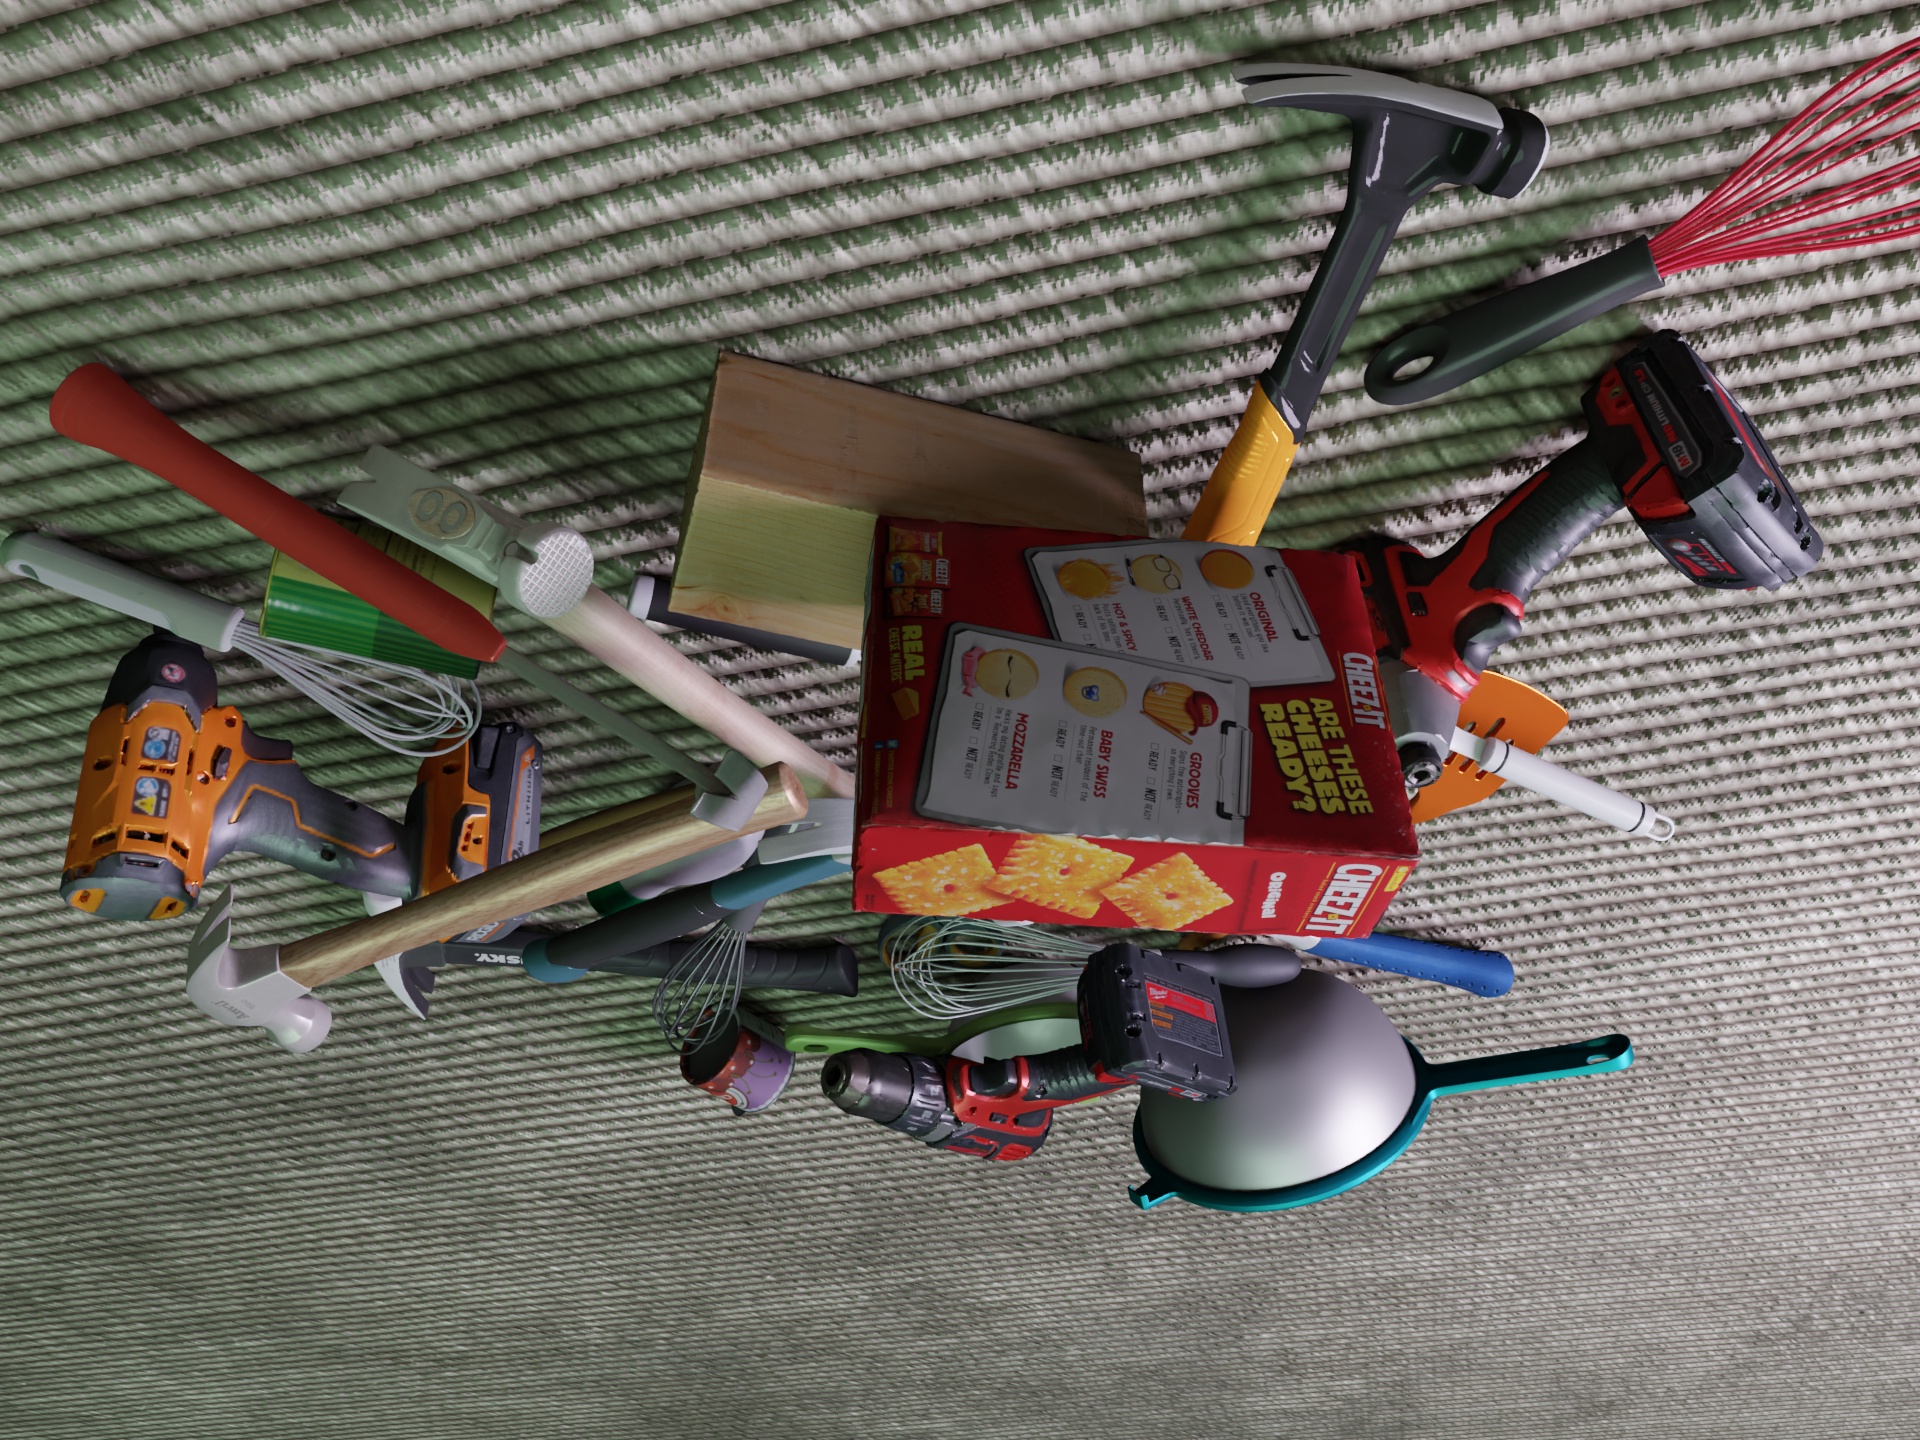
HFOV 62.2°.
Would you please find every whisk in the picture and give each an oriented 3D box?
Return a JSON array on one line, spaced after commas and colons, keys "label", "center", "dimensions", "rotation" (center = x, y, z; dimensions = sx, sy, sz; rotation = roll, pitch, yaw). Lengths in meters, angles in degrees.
[{"label": "whisk", "center": [0.094, 0.165, 1.065], "dimensions": [0.284, 0.070, 0.070], "rotation": [2, 141, -11]}, {"label": "whisk", "center": [0.304, -0.198, 0.651], "dimensions": [0.296, 0.073, 0.073], "rotation": [-22, 137, 31]}, {"label": "whisk", "center": [-0.368, -0.043, 0.820], "dimensions": [0.246, 0.059, 0.057], "rotation": [22, 152, -11]}, {"label": "whisk", "center": [-0.142, 0.129, 1.023], "dimensions": [0.055, 0.055, 0.239], "rotation": [18, 123, -21]}]

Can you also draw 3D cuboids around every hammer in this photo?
[{"label": "hammer", "center": [-0.138, -0.013, 0.824], "dimensions": [0.146, 0.038, 0.410], "rotation": [26, 171, 33]}, {"label": "hammer", "center": [0.217, 0.138, 1.014], "dimensions": [0.405, 0.035, 0.144], "rotation": [14, 164, -33]}, {"label": "hammer", "center": [-0.236, 0.167, 1.106], "dimensions": [0.334, 0.035, 0.146], "rotation": [6, 140, -8]}, {"label": "hammer", "center": [0.128, -0.122, 0.716], "dimensions": [0.127, 0.034, 0.336], "rotation": [7, 132, -14]}, {"label": "hammer", "center": [-0.245, -0.055, 0.705], "dimensions": [0.359, 0.037, 0.149], "rotation": [31, 173, 1]}, {"label": "hammer", "center": [-0.237, 0.088, 0.810], "dimensions": [0.331, 0.031, 0.129], "rotation": [-20, 147, 5]}, {"label": "hammer", "center": [-0.146, 0.107, 0.949], "dimensions": [0.331, 0.033, 0.128], "rotation": [-23, 153, 35]}]

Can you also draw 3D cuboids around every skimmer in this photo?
[{"label": "skimmer", "center": [-0.001, -0.003, 0.856], "dimensions": [0.363, 0.090, 0.127], "rotation": [13, 140, -17]}]

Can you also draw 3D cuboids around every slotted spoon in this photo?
[{"label": "slotted spoon", "center": [-0.226, 0.070, 0.936], "dimensions": [0.314, 0.031, 0.070], "rotation": [-18, 100, 39]}]

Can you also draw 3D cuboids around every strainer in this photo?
[{"label": "strainer", "center": [0.290, 0.017, 0.895], "dimensions": [0.258, 0.087, 0.050], "rotation": [23, 180, -9]}, {"label": "strainer", "center": [0.003, 0.212, 1.132], "dimensions": [0.256, 0.069, 0.151], "rotation": [6, 142, -13]}, {"label": "strainer", "center": [0.268, 0.219, 1.077], "dimensions": [0.340, 0.211, 0.095], "rotation": [-14, 110, 20]}]

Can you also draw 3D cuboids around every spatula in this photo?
[{"label": "spatula", "center": [0.241, 0.075, 1.012], "dimensions": [0.081, 0.041, 0.322], "rotation": [22, 140, -23]}]

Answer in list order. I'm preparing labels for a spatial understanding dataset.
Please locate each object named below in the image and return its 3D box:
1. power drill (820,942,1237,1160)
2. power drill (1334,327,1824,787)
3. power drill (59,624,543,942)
[{"label": "power drill", "center": [0.041, 0.221, 1.023], "dimensions": [0.226, 0.080, 0.187], "rotation": [-30, 141, 34]}, {"label": "power drill", "center": [0.268, -0.066, 0.745], "dimensions": [0.078, 0.143, 0.219], "rotation": [33, 128, -31]}, {"label": "power drill", "center": [-0.348, 0.034, 0.861], "dimensions": [0.226, 0.164, 0.084], "rotation": [13, 150, -33]}]
